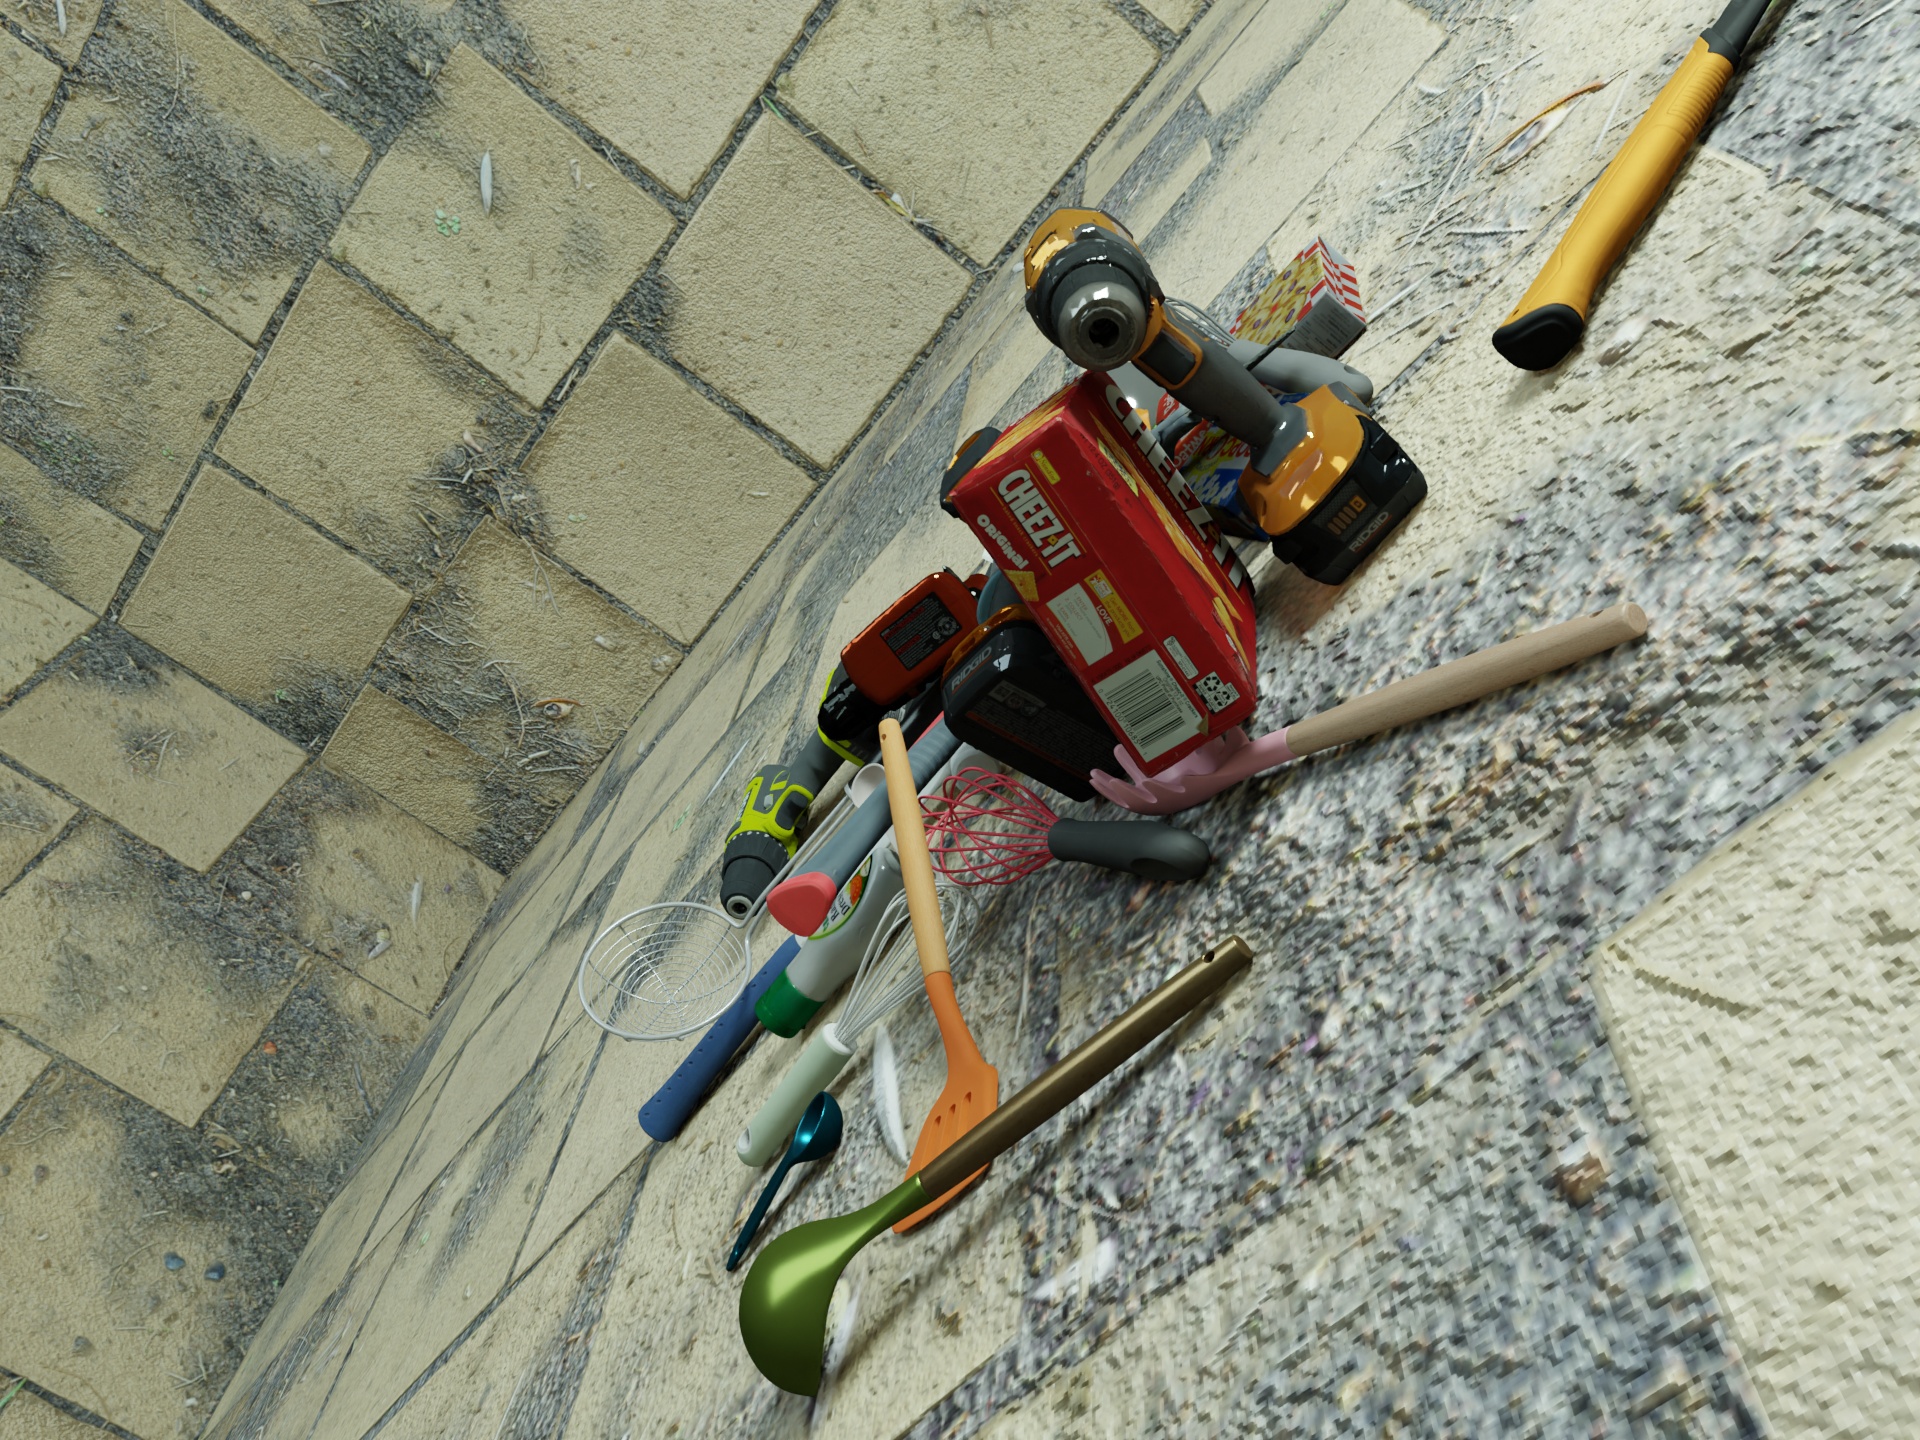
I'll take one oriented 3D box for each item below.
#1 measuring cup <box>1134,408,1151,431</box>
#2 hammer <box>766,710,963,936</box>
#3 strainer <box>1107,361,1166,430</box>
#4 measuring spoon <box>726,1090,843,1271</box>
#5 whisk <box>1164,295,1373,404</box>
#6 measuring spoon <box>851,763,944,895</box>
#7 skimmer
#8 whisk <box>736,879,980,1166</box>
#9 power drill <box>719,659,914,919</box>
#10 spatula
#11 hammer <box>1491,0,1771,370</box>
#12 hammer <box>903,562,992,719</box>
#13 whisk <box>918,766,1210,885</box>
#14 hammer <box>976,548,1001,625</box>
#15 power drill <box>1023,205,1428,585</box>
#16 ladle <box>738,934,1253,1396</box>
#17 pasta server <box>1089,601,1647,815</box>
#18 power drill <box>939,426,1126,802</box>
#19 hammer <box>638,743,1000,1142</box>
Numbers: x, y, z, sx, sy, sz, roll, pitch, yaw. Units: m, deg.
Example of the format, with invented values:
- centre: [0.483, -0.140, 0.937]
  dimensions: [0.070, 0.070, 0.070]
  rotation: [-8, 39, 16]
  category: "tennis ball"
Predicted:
- centre: [0.101, -0.212, 1.203]
  dimensions: [0.174, 0.052, 0.095]
  rotation: [-103, 15, -50]
  category: "measuring cup"
- centre: [-0.002, -0.003, 1.073]
  dimensions: [0.386, 0.038, 0.143]
  rotation: [-49, 10, -28]
  category: "hammer"
- centre: [0.139, -0.258, 1.282]
  dimensions: [0.151, 0.069, 0.256]
  rotation: [-61, 15, -24]
  category: "strainer"
- centre: [-0.102, 0.277, 0.941]
  dimensions: [0.128, 0.021, 0.042]
  rotation: [-60, 13, 12]
  category: "measuring spoon"
- centre: [0.179, -0.236, 1.028]
  dimensions: [0.055, 0.055, 0.239]
  rotation: [-54, 38, 0]
  category: "whisk"
- centre: [-0.038, 0.077, 1.087]
  dimensions: [0.034, 0.018, 0.124]
  rotation: [-48, 50, 14]
  category: "measuring spoon"
- centre: [-0.133, 0.090, 1.160]
  dimensions: [0.363, 0.090, 0.127]
  rotation: [-48, 48, 11]
  category: "skimmer"
- centre: [-0.068, 0.189, 0.972]
  dimensions: [0.246, 0.059, 0.058]
  rotation: [-53, 31, 22]
  category: "whisk"
- centre: [-0.134, 0.059, 1.404]
  dimensions: [0.228, 0.080, 0.191]
  rotation: [-49, 15, 27]
  category: "power drill"
- centre: [-0.023, 0.119, 0.875]
  dimensions: [0.081, 0.041, 0.323]
  rotation: [-45, 40, 32]
  category: "spatula"
- centre: [0.361, -0.314, 0.795]
  dimensions: [0.337, 0.034, 0.127]
  rotation: [-56, 16, -7]
  category: "hammer"
- centre: [0.019, -0.117, 1.406]
  dimensions: [0.149, 0.036, 0.409]
  rotation: [-37, 23, 51]
  category: "hammer"
- centre: [0.048, 0.064, 0.869]
  dimensions: [0.073, 0.073, 0.296]
  rotation: [-58, 20, -14]
  category: "whisk"
- centre: [0.043, -0.138, 1.168]
  dimensions: [0.331, 0.033, 0.128]
  rotation: [-76, 6, -66]
  category: "hammer"
- centre: [0.127, -0.166, 0.802]
  dimensions: [0.084, 0.226, 0.185]
  rotation: [-49, 16, 20]
  category: "power drill"
- centre: [0.013, 0.201, 0.720]
  dimensions: [0.320, 0.062, 0.078]
  rotation: [-41, 26, 18]
  category: "ladle"
- centre: [0.162, -0.004, 0.703]
  dimensions: [0.060, 0.040, 0.316]
  rotation: [-42, 8, -32]
  category: "pasta server"
- centre: [0.065, -0.065, 0.958]
  dimensions: [0.084, 0.164, 0.227]
  rotation: [-43, 30, 35]
  category: "power drill"
- centre: [-0.109, 0.155, 1.188]
  dimensions: [0.405, 0.035, 0.144]
  rotation: [-51, 15, 12]
  category: "hammer"
